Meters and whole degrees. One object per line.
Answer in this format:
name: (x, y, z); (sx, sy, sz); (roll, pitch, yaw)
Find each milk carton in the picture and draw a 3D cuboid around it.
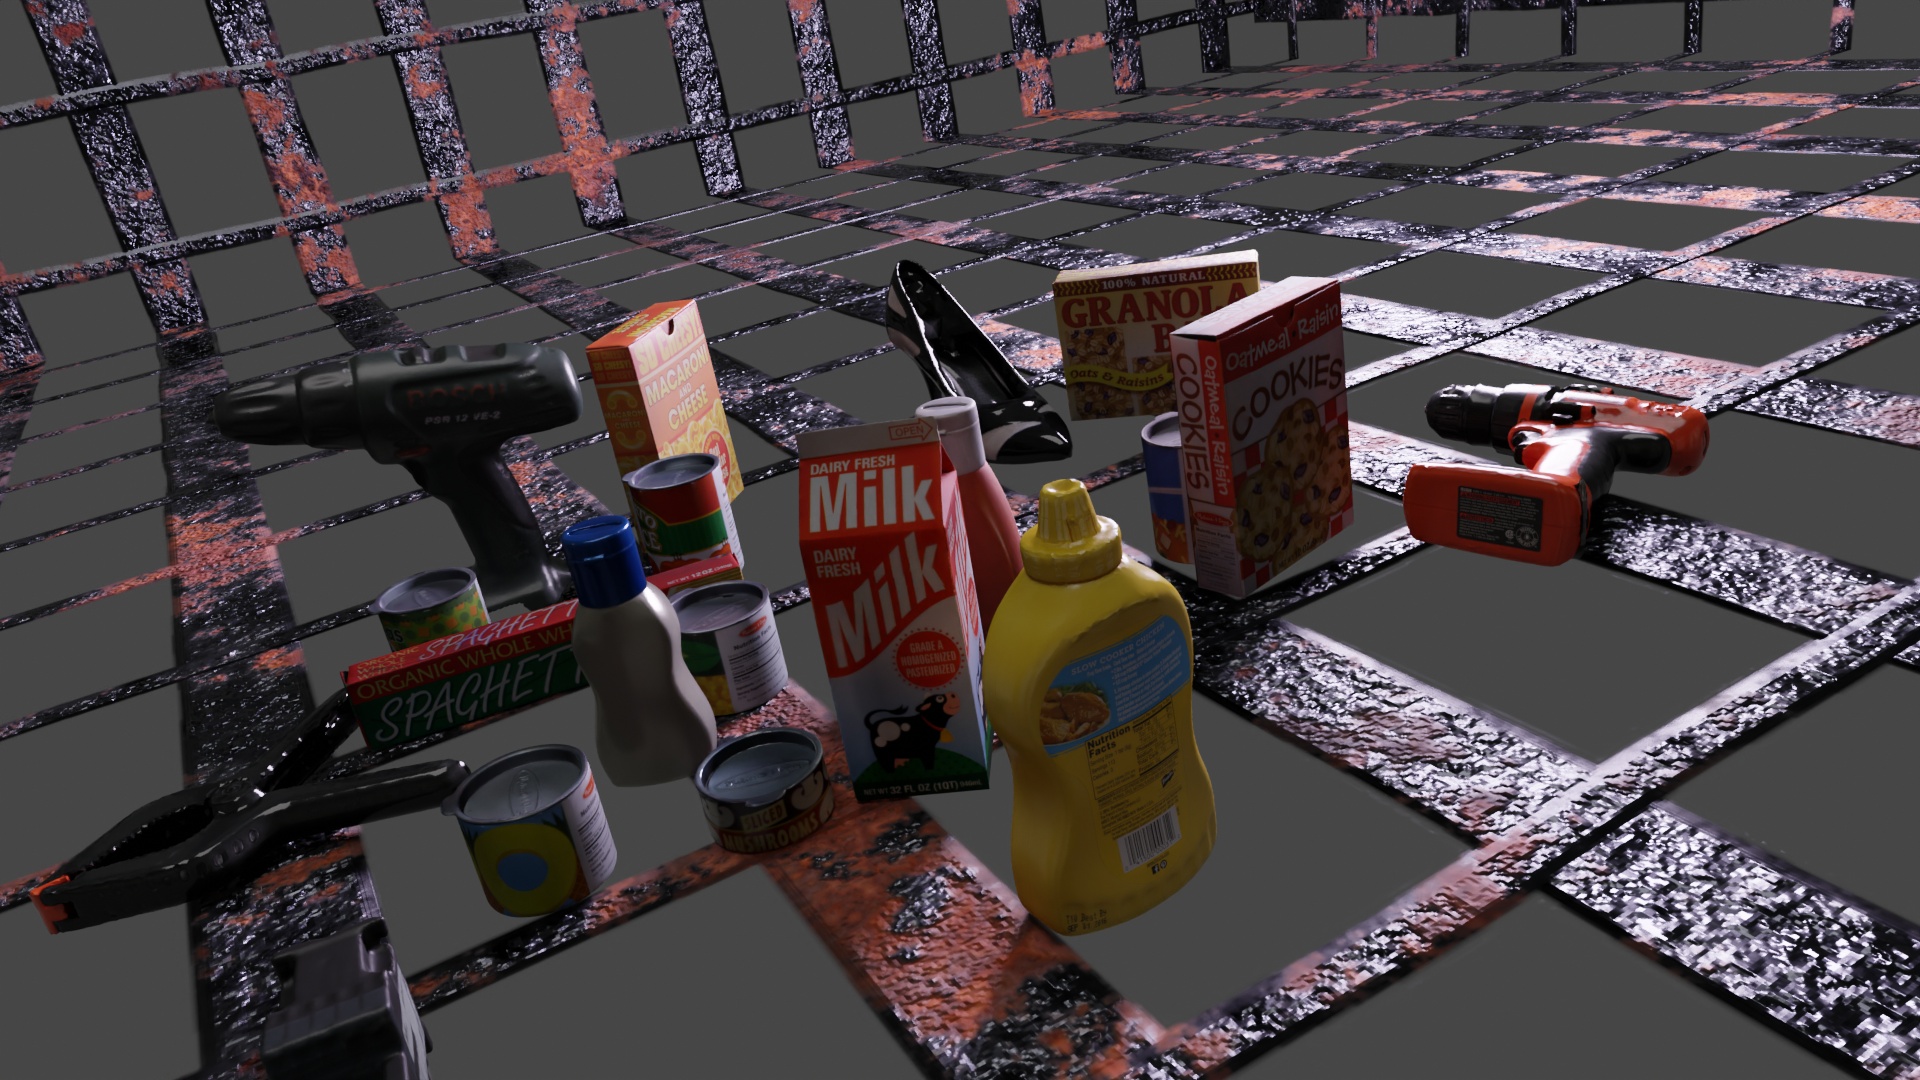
milk carton: (-0.031, 0.030, 0.699); (0.072, 0.189, 0.074); (-7, 23, 7)

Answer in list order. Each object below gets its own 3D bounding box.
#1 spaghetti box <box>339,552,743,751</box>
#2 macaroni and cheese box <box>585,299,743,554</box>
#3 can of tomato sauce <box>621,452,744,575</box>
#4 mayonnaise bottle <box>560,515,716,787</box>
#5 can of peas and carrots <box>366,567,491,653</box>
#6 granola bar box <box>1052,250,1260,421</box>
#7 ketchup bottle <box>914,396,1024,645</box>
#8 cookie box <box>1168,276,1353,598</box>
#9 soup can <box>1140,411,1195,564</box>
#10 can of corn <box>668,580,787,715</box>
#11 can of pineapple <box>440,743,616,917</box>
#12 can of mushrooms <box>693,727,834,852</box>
spaghetti box: (-0.256, 0.069, 0.879); (0.251, 0.050, 0.029); (-17, 24, -16)
macaroni and cheese box: (-0.226, -0.091, 1.084); (0.040, 0.165, 0.124); (-3, 24, 16)
can of tomato sauce: (-0.199, -0.012, 0.999); (0.071, 0.082, 0.071); (-9, 23, 4)
mayonnaise bottle: (-0.176, 0.060, 0.744); (0.065, 0.147, 0.041); (-11, 23, -1)
can of peas and carrots: (-0.352, 0.059, 0.930); (0.071, 0.058, 0.071); (-9, 23, 4)
granola bar box: (0.168, -0.168, 1.153); (0.165, 0.123, 0.039); (-3, 24, 16)
ketchup bottle: (0.003, -0.010, 0.830); (0.065, 0.148, 0.044); (-1, 25, 21)
cookie box: (0.190, -0.066, 0.856); (0.123, 0.166, 0.040); (-28, 29, -36)
soup can: (0.155, -0.036, 0.908); (0.071, 0.083, 0.071); (-9, 23, 4)
can of corn: (-0.143, 0.064, 0.834); (0.071, 0.058, 0.071); (-9, 23, 4)
can of pineapple: (-0.210, 0.142, 0.683); (0.071, 0.057, 0.071); (-9, 23, 4)
can of mushrooms: (-0.099, 0.127, 0.703); (0.071, 0.033, 0.071); (-9, 23, 4)
